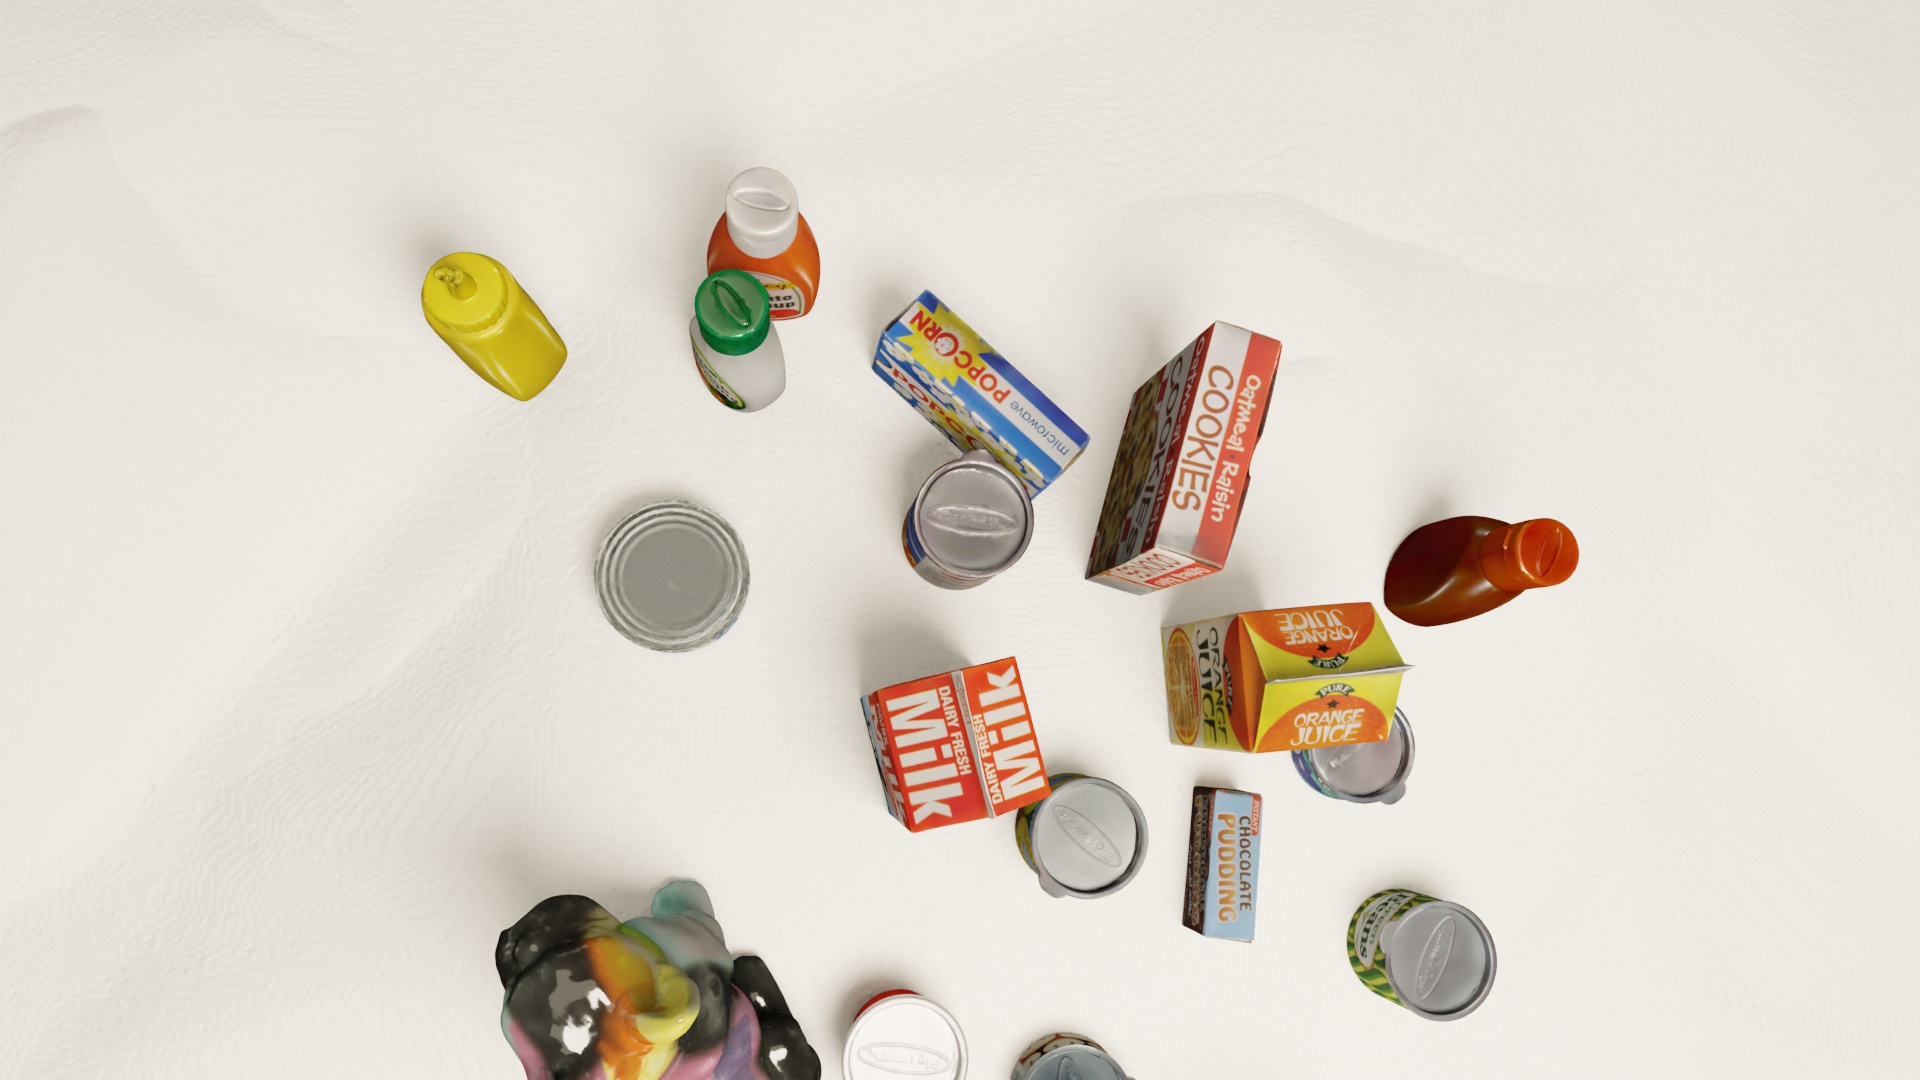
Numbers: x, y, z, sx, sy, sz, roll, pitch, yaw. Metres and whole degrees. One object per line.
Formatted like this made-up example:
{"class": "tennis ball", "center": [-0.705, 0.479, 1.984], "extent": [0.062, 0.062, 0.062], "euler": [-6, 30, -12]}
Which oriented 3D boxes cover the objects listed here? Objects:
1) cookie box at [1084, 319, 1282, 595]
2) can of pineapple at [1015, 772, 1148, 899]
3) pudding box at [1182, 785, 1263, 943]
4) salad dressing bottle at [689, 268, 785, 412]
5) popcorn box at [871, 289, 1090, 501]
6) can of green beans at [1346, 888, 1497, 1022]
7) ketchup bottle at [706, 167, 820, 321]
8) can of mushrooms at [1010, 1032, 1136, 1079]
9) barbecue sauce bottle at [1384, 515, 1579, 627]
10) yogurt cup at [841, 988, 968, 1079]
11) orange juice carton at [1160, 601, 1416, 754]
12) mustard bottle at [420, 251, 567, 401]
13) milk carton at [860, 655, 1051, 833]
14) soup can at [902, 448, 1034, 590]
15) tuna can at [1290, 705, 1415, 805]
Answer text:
{"class": "cookie box", "center": [0.119, -0.038, 0.766], "extent": [0.040, 0.167, 0.123], "euler": [17, 81, -5]}
{"class": "can of pineapple", "center": [0.066, 0.167, 0.787], "extent": [0.071, 0.058, 0.071], "euler": [1, 83, -7]}
{"class": "pudding box", "center": [0.151, 0.185, 0.800], "extent": [0.030, 0.049, 0.084], "euler": [7, 82, -6]}
{"class": "salad dressing bottle", "center": [-0.122, -0.109, 0.754], "extent": [0.044, 0.147, 0.064], "euler": [-36, 89, -10]}
{"class": "popcorn box", "center": [0.010, -0.079, 0.799], "extent": [0.127, 0.085, 0.038], "euler": [42, 80, -1]}
{"class": "can of green beans", "center": [0.265, 0.238, 0.804], "extent": [0.071, 0.057, 0.071], "euler": [1, 83, -7]}
{"class": "ketchup bottle", "center": [-0.108, -0.161, 0.762], "extent": [0.065, 0.148, 0.043], "euler": [7, 82, -6]}
{"class": "can of mushrooms", "center": [0.064, 0.313, 0.780], "extent": [0.071, 0.033, 0.071], "euler": [1, 82, -7]}
{"class": "barbecue sauce bottle", "center": [0.294, 0.014, 0.792], "extent": [0.044, 0.148, 0.065], "euler": [26, 81, -4]}
{"class": "yogurt cup", "center": [-0.032, 0.279, 0.761], "extent": [0.072, 0.054, 0.072], "euler": [1, 83, -7]}
{"class": "orange juice carton", "center": [0.169, 0.074, 0.745], "extent": [0.072, 0.192, 0.073], "euler": [-4, 84, -8]}
{"class": "mustard bottle", "center": [-0.249, -0.117, 0.732], "extent": [0.065, 0.160, 0.049], "euler": [39, 80, -1]}
{"class": "milk carton", "center": [-0.004, 0.104, 0.719], "extent": [0.073, 0.190, 0.072], "euler": [-14, 85, -9]}
{"class": "soup can", "center": [0.003, -0.010, 0.789], "extent": [0.071, 0.083, 0.071], "euler": [1, 83, -7]}
{"class": "tuna can", "center": [0.234, 0.125, 0.828], "extent": [0.071, 0.033, 0.071], "euler": [1, 82, -7]}
